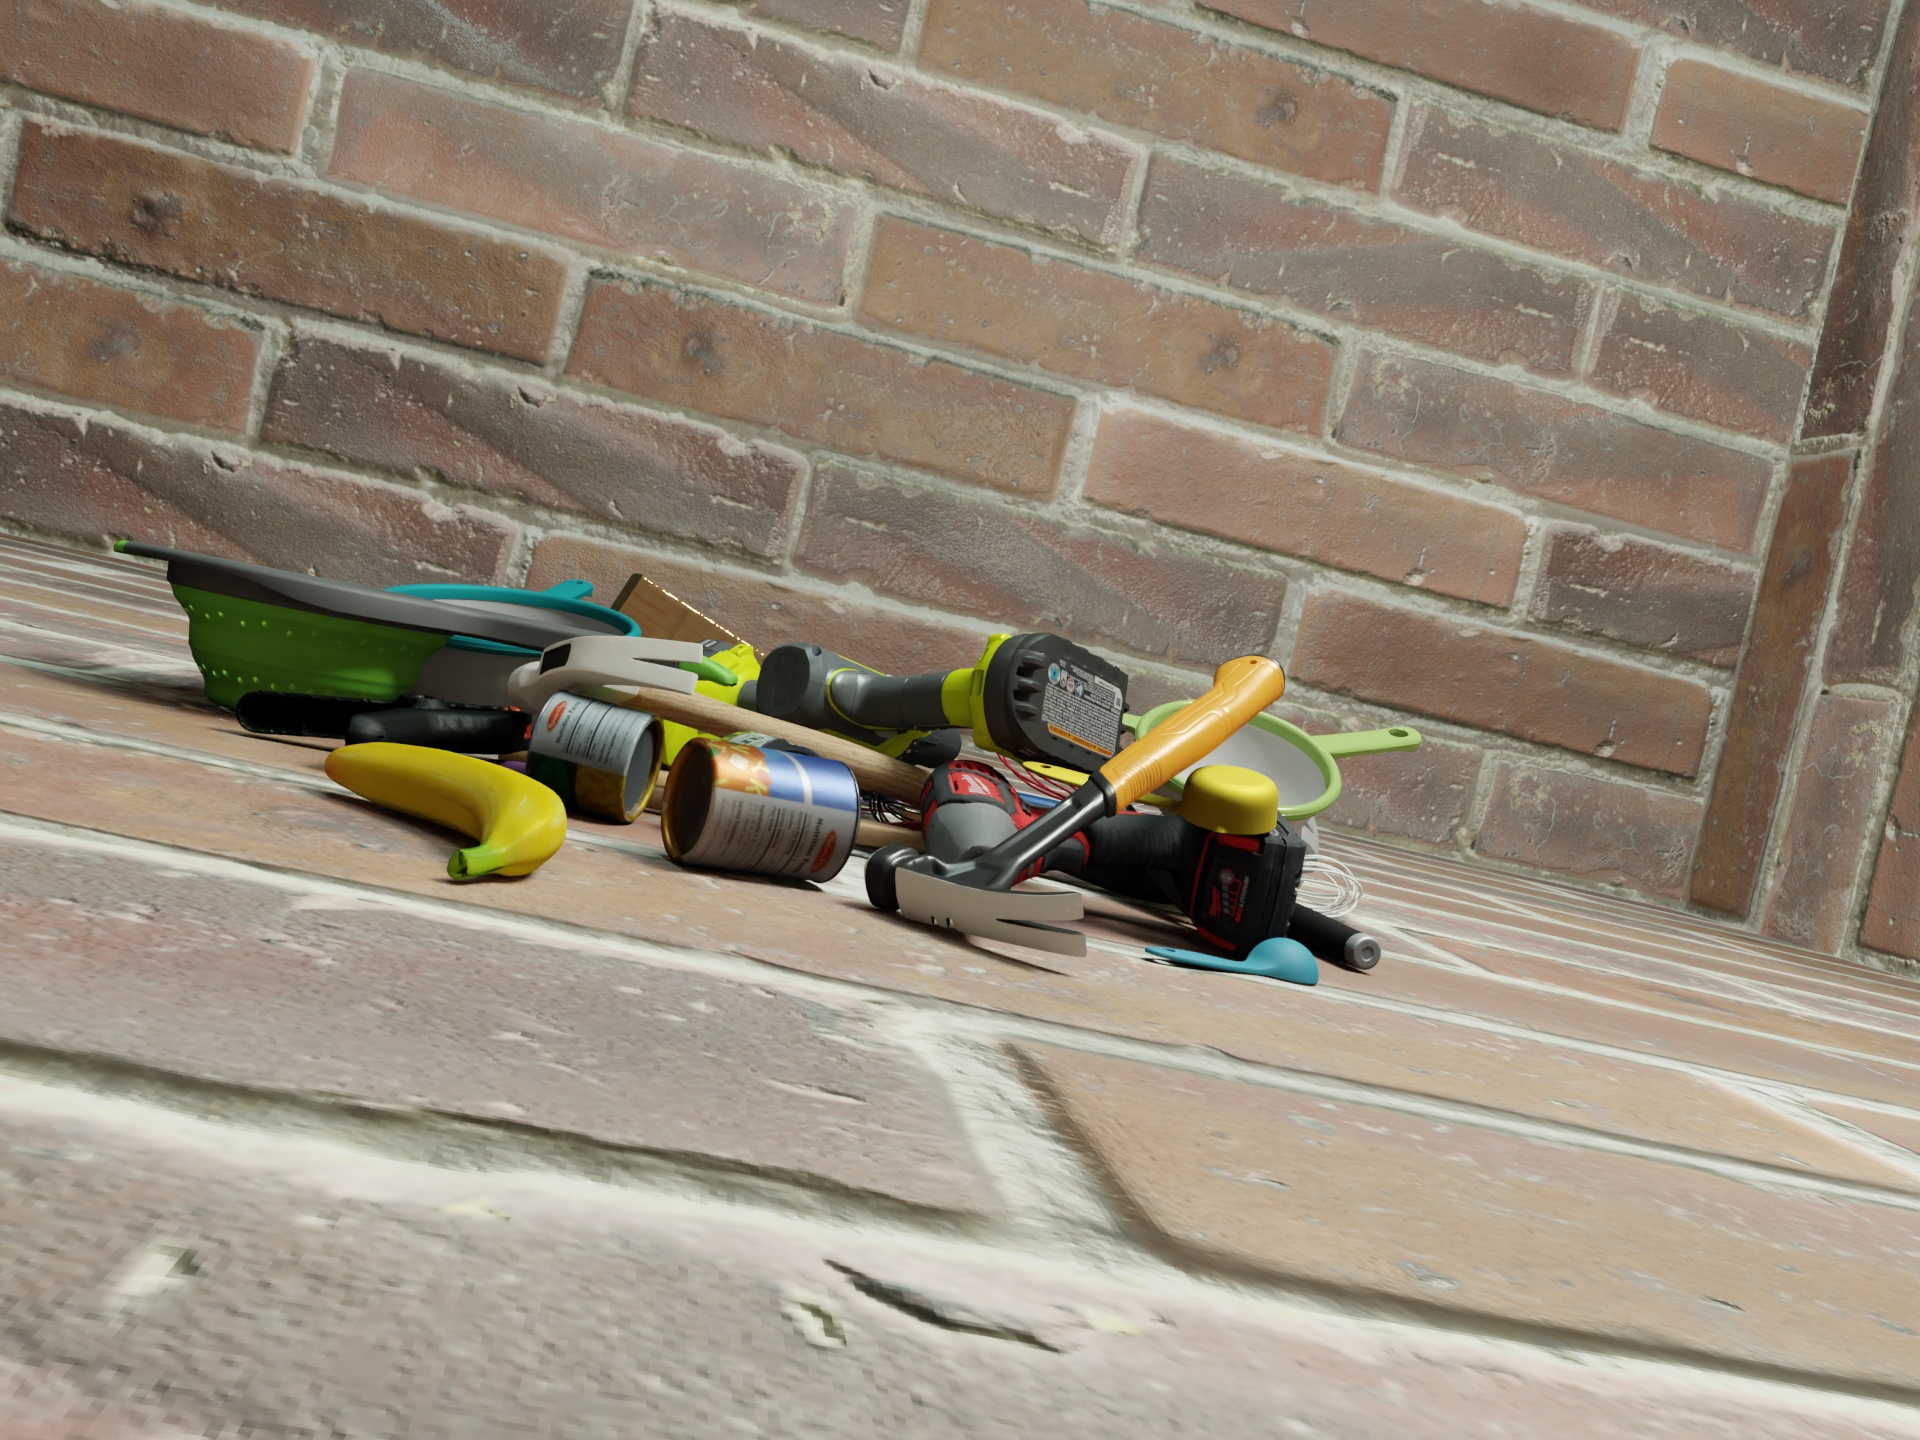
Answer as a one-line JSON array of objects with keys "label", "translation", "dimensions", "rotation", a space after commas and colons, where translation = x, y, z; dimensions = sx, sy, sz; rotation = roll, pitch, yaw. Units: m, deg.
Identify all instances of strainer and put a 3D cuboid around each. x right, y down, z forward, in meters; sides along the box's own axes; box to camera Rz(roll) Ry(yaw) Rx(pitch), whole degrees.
[{"label": "strainer", "translation": [0.238, 0.045, 1.177], "dimensions": [0.256, 0.069, 0.152], "rotation": [-6, 34, -31]}, {"label": "strainer", "translation": [-0.364, -0.055, 1.325], "dimensions": [0.211, 0.095, 0.340], "rotation": [9, 12, -1]}]

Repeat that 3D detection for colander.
[{"label": "colander", "translation": [-0.346, -0.032, 1.036], "dimensions": [0.397, 0.094, 0.204], "rotation": [11, 1, 2]}]

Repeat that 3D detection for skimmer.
[{"label": "skimmer", "translation": [0.201, 0.098, 1.174], "dimensions": [0.127, 0.090, 0.363], "rotation": [-11, 10, -15]}]

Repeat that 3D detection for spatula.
[{"label": "spatula", "translation": [-0.171, 0.051, 0.990], "dimensions": [0.316, 0.018, 0.060], "rotation": [11, 4, -10]}]

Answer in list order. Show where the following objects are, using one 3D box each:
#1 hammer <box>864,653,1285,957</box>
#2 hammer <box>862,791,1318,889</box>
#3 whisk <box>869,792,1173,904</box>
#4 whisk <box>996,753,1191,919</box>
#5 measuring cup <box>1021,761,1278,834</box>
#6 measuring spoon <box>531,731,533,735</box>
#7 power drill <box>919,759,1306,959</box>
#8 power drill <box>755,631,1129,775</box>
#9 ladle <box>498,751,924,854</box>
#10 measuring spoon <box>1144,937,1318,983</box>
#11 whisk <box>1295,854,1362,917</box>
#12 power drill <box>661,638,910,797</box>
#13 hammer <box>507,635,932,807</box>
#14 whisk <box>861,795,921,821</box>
[{"label": "hammer", "translation": [0.099, 0.032, 0.886], "dimensions": [0.127, 0.034, 0.337], "rotation": [9, 27, 37]}, {"label": "hammer", "translation": [0.115, 0.084, 1.401], "dimensions": [0.405, 0.035, 0.144], "rotation": [10, -25, 2]}, {"label": "whisk", "translation": [0.049, 0.087, 1.143], "dimensions": [0.239, 0.055, 0.055], "rotation": [18, 2, 5]}, {"label": "whisk", "translation": [0.103, 0.058, 1.137], "dimensions": [0.073, 0.073, 0.296], "rotation": [12, 24, -38]}, {"label": "measuring cup", "translation": [0.112, 0.034, 0.946], "dimensions": [0.156, 0.029, 0.062], "rotation": [13, 17, 16]}, {"label": "measuring spoon", "translation": [-0.349, 0.011, 1.282], "dimensions": [0.117, 0.011, 0.021], "rotation": [18, 18, 39]}, {"label": "power drill", "translation": [0.086, 0.080, 0.960], "dimensions": [0.219, 0.078, 0.143], "rotation": [9, 15, -7]}, {"label": "power drill", "translation": [-0.002, -0.004, 1.102], "dimensions": [0.228, 0.080, 0.190], "rotation": [0, -15, 38]}, {"label": "ladle", "translation": [-0.152, 0.052, 1.062], "dimensions": [0.315, 0.031, 0.069], "rotation": [11, -9, -2]}, {"label": "measuring spoon", "translation": [0.152, 0.127, 0.885], "dimensions": [0.128, 0.021, 0.042], "rotation": [14, 0, -36]}, {"label": "whisk", "translation": [0.215, 0.125, 1.341], "dimensions": [0.246, 0.058, 0.059], "rotation": [10, -33, 5]}, {"label": "power drill", "translation": [-0.143, 0.004, 1.279], "dimensions": [0.223, 0.080, 0.171], "rotation": [11, 27, 24]}, {"label": "hammer", "translation": [-0.110, 0.013, 1.013], "dimensions": [0.331, 0.031, 0.130], "rotation": [21, -23, -35]}, {"label": "whisk", "translation": [-0.053, 0.063, 1.267], "dimensions": [0.051, 0.047, 0.245], "rotation": [14, 4, -38]}]
